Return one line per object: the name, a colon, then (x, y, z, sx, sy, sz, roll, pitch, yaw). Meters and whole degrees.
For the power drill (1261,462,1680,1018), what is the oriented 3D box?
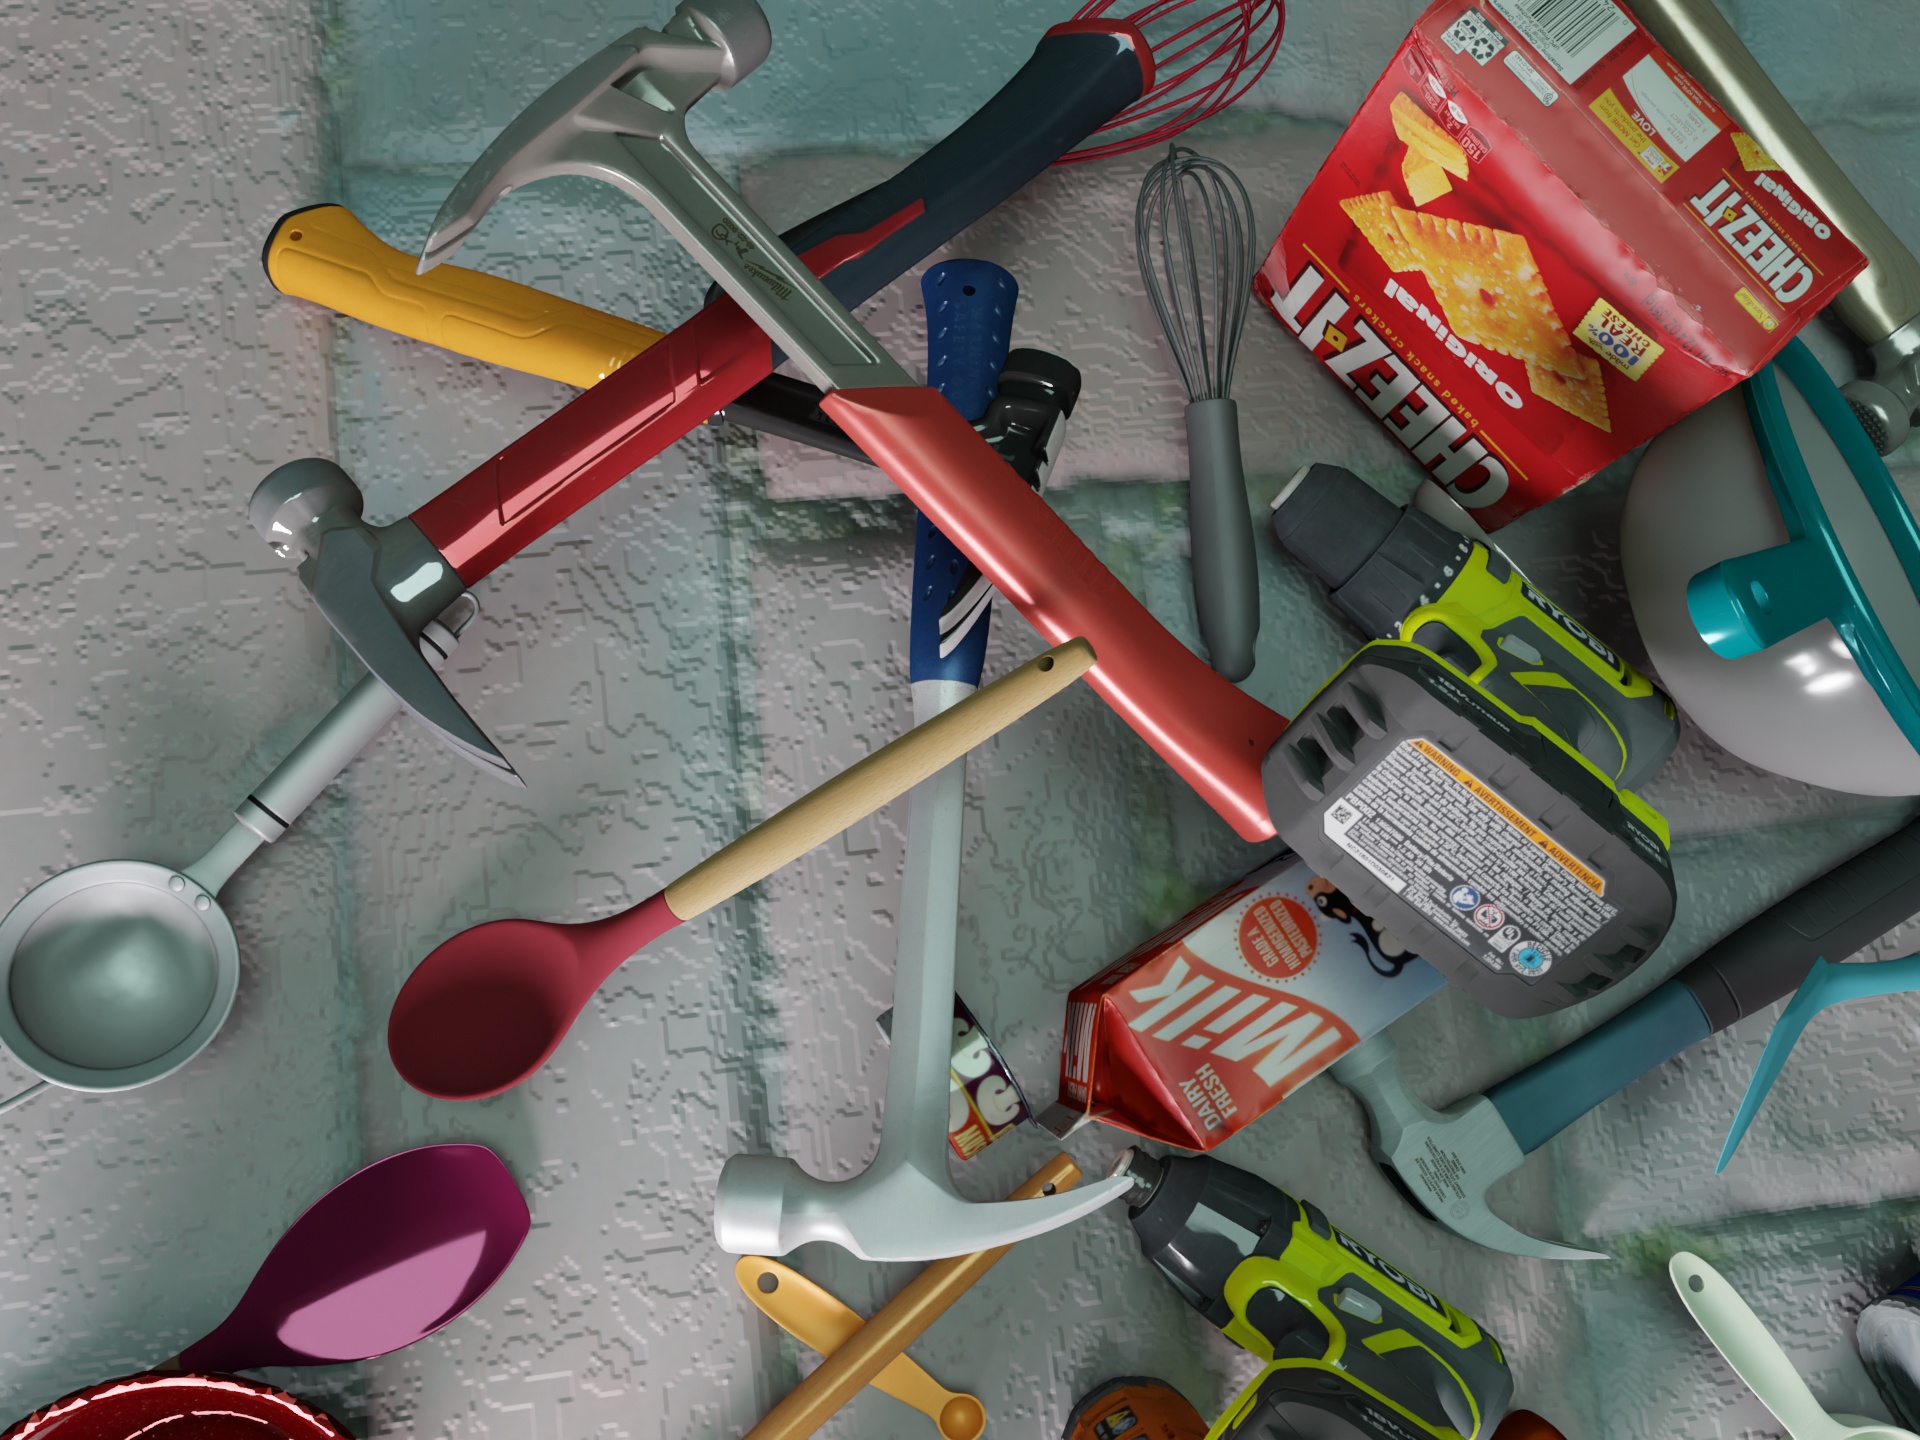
power drill: (0.187, -0.009, 0.606, 0.190, 0.228, 0.080, 39, 120, 0)

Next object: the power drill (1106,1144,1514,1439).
power drill: (0.126, 0.232, 0.542, 0.171, 0.223, 0.080, 35, 96, -1)

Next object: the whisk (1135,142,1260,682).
whisk: (0.108, -0.135, 0.693, 0.055, 0.055, 0.239, -4, 86, -7)

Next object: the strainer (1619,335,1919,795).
strainer: (0.297, -0.041, 0.607, 0.340, 0.095, 0.211, -13, 78, -51)

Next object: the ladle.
ladle: (-0.085, 0.053, 0.584, 0.315, 0.031, 0.069, -31, 62, 16)

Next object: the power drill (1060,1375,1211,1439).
power drill: (0.007, 0.326, 0.543, 0.226, 0.164, 0.084, -32, 88, -9)

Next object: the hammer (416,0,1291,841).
hammer: (-0.009, -0.081, 0.560, 0.359, 0.037, 0.149, 45, 67, -13)

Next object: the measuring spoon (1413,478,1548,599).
measuring spoon: (0.243, -0.058, 0.704, 0.018, 0.034, 0.124, -44, 93, 12)

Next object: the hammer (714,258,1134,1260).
hammer: (-0.001, -0.002, 0.619, 0.144, 0.035, 0.406, 2, 69, 5)

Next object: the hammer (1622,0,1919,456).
hammer: (0.357, -0.323, 0.755, 0.146, 0.038, 0.411, -34, 86, -12)

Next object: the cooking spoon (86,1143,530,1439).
cooking spoon: (-0.310, 0.255, 0.591, 0.319, 0.017, 0.069, -29, 95, -11)

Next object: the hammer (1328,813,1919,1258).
hammer: (0.322, 0.114, 0.679, 0.331, 0.033, 0.128, -28, 84, -10)

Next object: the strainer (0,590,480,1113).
strainer: (-0.277, 0.046, 0.619, 0.087, 0.050, 0.258, 40, 73, -5)

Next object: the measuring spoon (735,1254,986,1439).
measuring spoon: (-0.040, 0.247, 0.629, 0.117, 0.011, 0.021, 34, 83, 3)

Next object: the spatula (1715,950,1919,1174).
spatula: (0.427, 0.107, 0.662, 0.317, 0.044, 0.082, -10, 123, -20)

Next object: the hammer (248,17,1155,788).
hammer: (-0.064, -0.141, 0.597, 0.386, 0.038, 0.143, -39, 74, -14)

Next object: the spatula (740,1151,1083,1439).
spatula: (-0.075, 0.278, 0.597, 0.322, 0.041, 0.081, -41, 87, -7)

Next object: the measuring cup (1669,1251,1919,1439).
measuring cup: (0.338, 0.286, 0.652, 0.083, 0.038, 0.167, -35, 84, -11)

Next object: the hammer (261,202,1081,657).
hammer: (-0.129, -0.135, 0.635, 0.337, 0.034, 0.127, 19, 70, 8)

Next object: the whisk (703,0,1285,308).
whisk: (0.016, -0.250, 0.695, 0.296, 0.073, 0.073, -32, 86, -4)
